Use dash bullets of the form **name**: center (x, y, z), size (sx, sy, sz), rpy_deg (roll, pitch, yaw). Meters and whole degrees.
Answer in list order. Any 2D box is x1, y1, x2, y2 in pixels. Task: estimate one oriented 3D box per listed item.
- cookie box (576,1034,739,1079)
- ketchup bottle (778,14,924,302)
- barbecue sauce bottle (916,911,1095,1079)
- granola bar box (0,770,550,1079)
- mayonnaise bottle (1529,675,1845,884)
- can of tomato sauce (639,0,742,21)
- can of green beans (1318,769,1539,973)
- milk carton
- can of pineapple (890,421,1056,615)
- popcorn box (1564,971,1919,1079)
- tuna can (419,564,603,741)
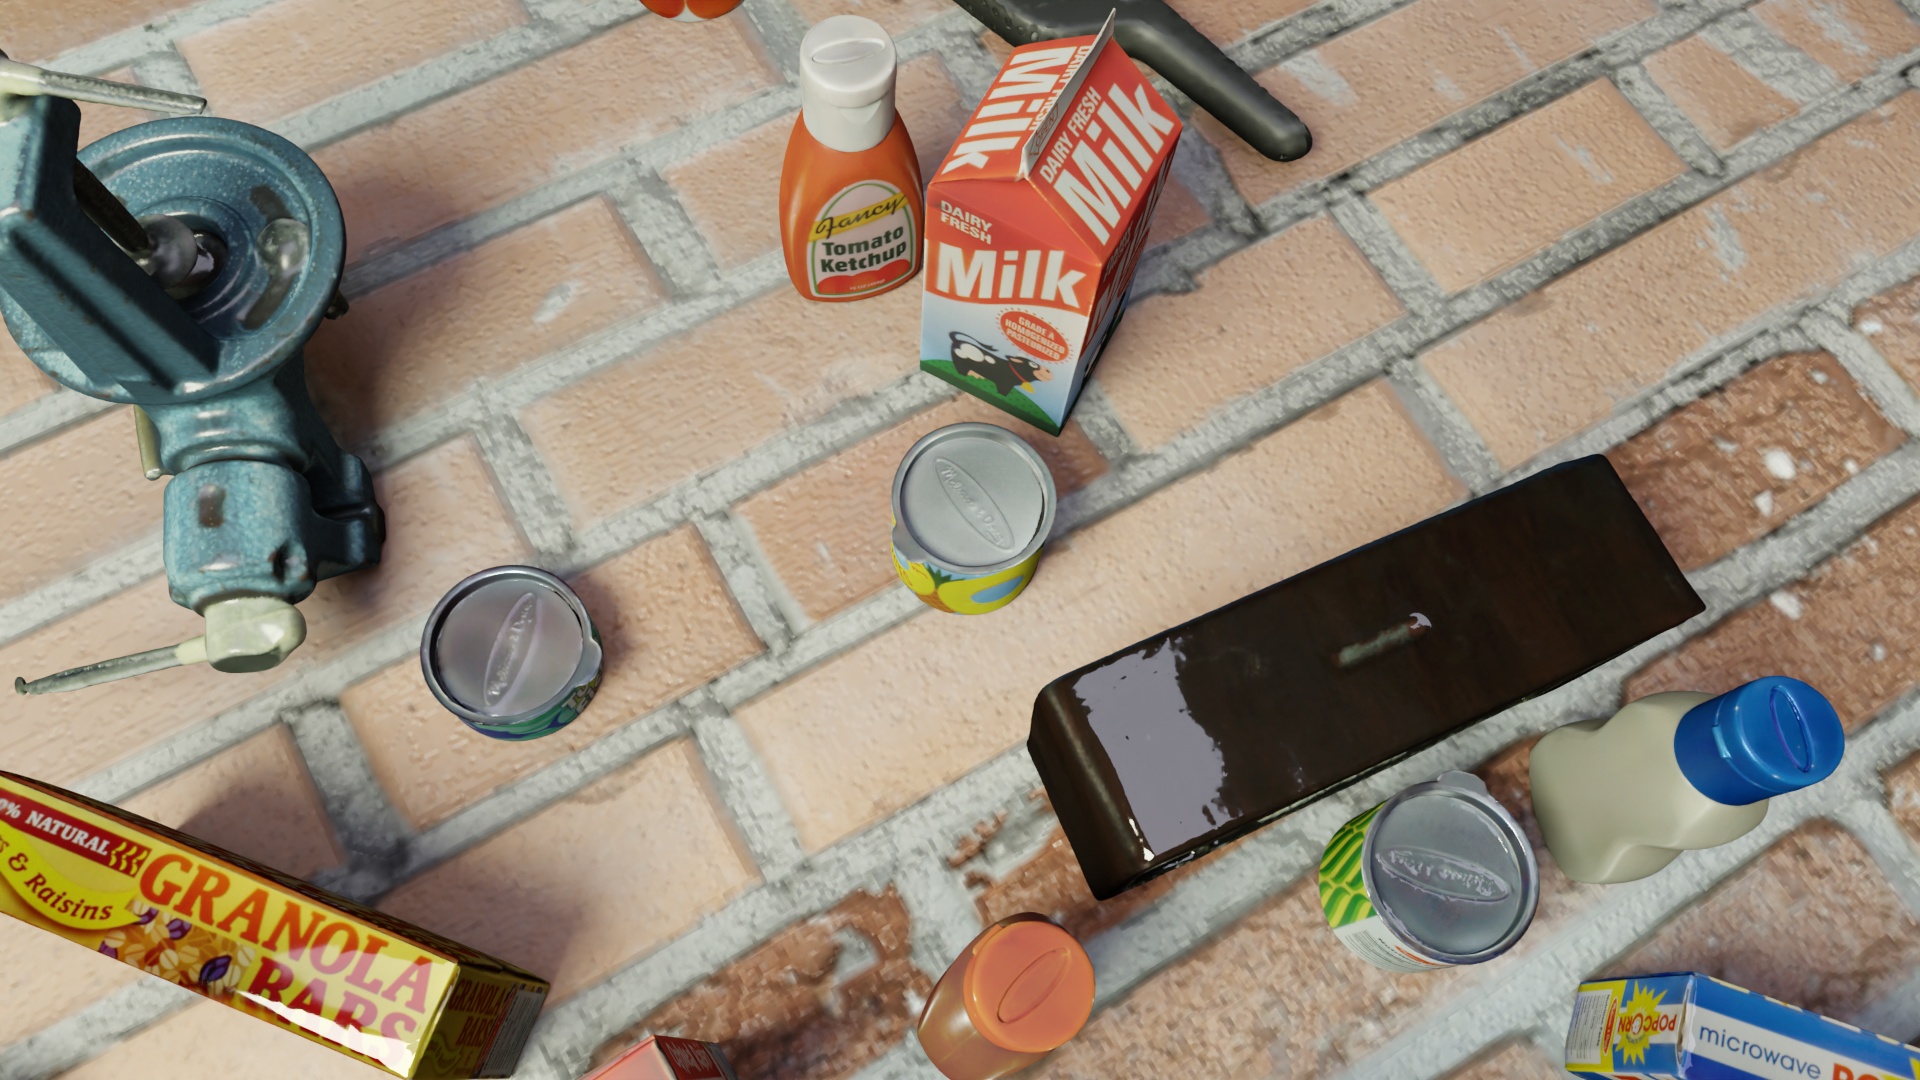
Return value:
- **cookie box**: center (-0.128, 0.205, 0.428), size (0.123, 0.166, 0.040), rpy_deg (-32, 74, -14)
- **ketchup bottle**: center (-0.046, -0.156, 0.584), size (0.065, 0.148, 0.043), rpy_deg (-15, 71, -9)
- **barbecue sauce bottle**: center (0.017, 0.153, 0.467), size (0.065, 0.148, 0.044), rpy_deg (-41, 77, -16)
- **granola bar box**: center (-0.234, 0.134, 0.472), size (0.166, 0.123, 0.039), rpy_deg (20, 69, 4)
- **mayonnaise bottle**: center (0.260, 0.086, 0.508), size (0.041, 0.147, 0.065), rpy_deg (-6, 70, -6)
- **can of tomato sauce**: center (-0.136, -0.303, 0.671), size (0.071, 0.082, 0.071), rpy_deg (1, 69, -3)
- **can of green beans**: center (0.178, 0.131, 0.534), size (0.071, 0.057, 0.071), rpy_deg (1, 69, -3)
- **milk carton**: center (0.033, -0.122, 0.553), size (0.073, 0.189, 0.072), rpy_deg (27, 70, 7)
- **can of pineapple**: center (0.002, -0.007, 0.577), size (0.071, 0.057, 0.071), rpy_deg (1, 69, -3)
- **popcorn box**: center (0.300, 0.196, 0.502), size (0.127, 0.085, 0.038), rpy_deg (19, 69, 4)
- **tuna can**: center (-0.177, 0.046, 0.559), size (0.071, 0.032, 0.071), rpy_deg (1, 69, -3)
